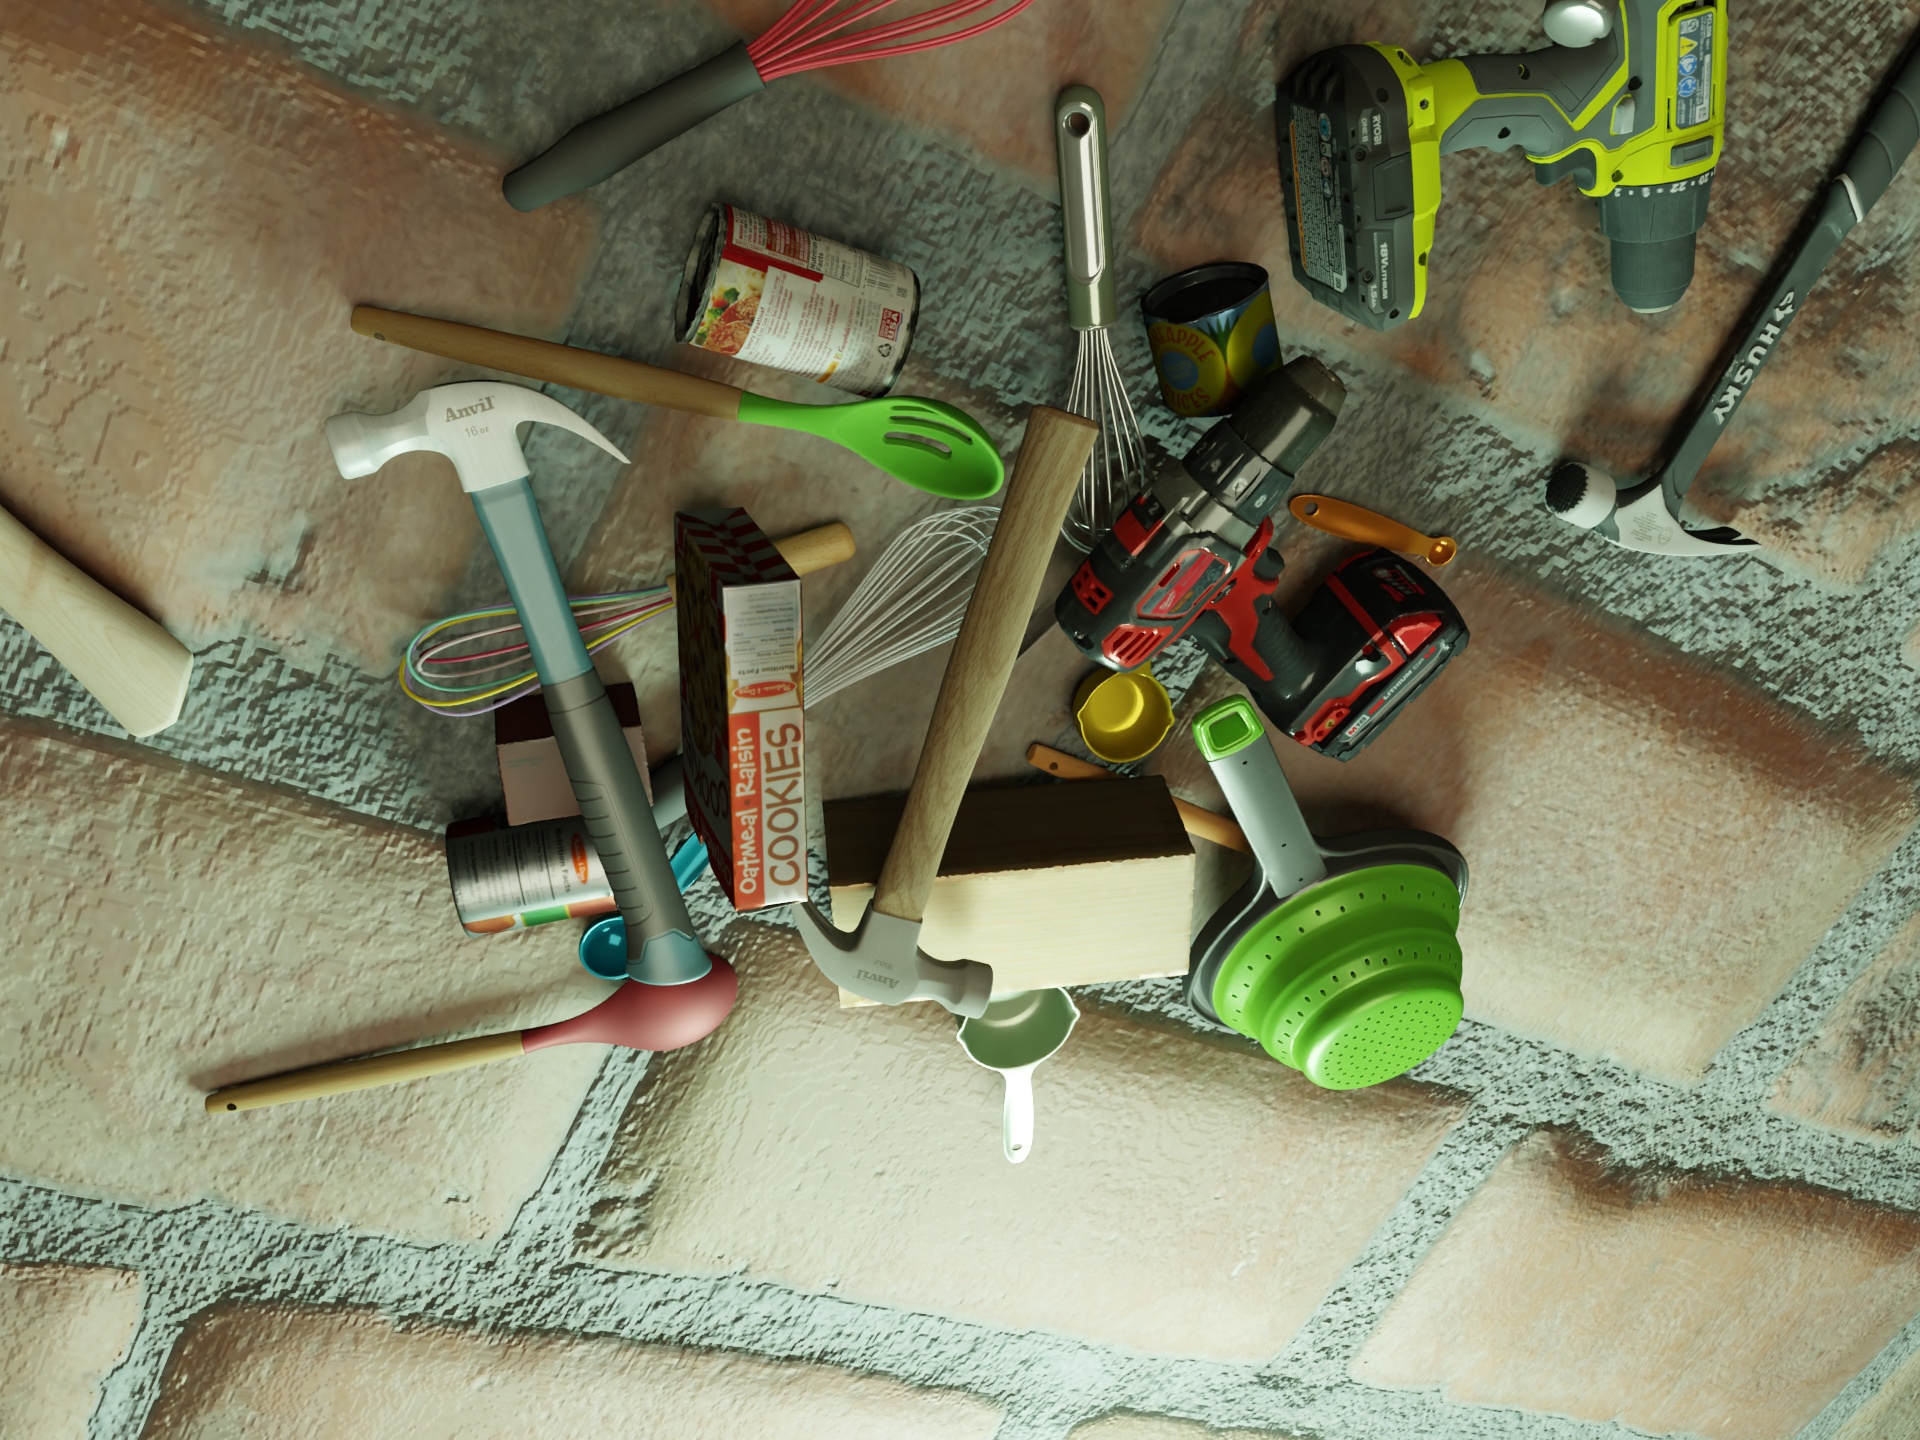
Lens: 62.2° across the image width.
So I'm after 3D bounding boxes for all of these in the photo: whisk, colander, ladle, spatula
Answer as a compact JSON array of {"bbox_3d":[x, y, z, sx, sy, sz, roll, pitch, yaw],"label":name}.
[{"bbox_3d":[0.068,-0.197,0.822,0.058,0.059,0.246,1,118,15],"label":"whisk"},{"bbox_3d":[-0.174,-0.062,0.833,0.245,0.047,0.051,-19,121,-10],"label":"whisk"},{"bbox_3d":[-0.075,-0.303,0.711,0.296,0.073,0.073,-26,123,6],"label":"whisk"},{"bbox_3d":[0.222,0.125,0.964,0.204,0.095,0.396,-29,138,6],"label":"colander"},{"bbox_3d":[-0.081,-0.024,0.874,0.284,0.070,0.070,-37,122,12],"label":"whisk"},{"bbox_3d":[-0.289,0.197,0.956,0.315,0.031,0.069,-11,121,-8],"label":"ladle"},{"bbox_3d":[0.179,0.072,1.023,0.322,0.041,0.081,22,111,-22],"label":"spatula"}]

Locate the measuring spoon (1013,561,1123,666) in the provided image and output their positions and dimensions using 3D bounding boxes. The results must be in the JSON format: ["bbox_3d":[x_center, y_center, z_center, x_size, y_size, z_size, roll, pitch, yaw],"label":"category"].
[{"bbox_3d":[0.051,-0.050,0.911,0.124,0.034,0.018,-40,127,14],"label":"measuring spoon"}]

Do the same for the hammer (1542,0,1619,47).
[{"bbox_3d":[0.161,-0.443,0.692,0.359,0.037,0.149,23,74,-18],"label":"hammer"}]

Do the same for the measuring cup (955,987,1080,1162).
[{"bbox_3d":[0.034,0.225,1.060,0.083,0.038,0.167,-9,123,-12],"label":"measuring cup"}]

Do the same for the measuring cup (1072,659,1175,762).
[{"bbox_3d":[0.101,-0.053,0.931,0.062,0.029,0.156,3,106,-17],"label":"measuring cup"}]

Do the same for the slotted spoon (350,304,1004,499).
[{"bbox_3d":[-0.131,-0.158,0.761,0.313,0.031,0.070,11,155,-7],"label":"slotted spoon"}]

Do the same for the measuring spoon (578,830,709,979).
[{"bbox_3d":[-0.178,0.098,0.940,0.042,0.021,0.128,39,94,-30],"label":"measuring spoon"}]

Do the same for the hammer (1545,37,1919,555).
[{"bbox_3d":[0.499,-0.276,0.908,0.149,0.036,0.408,16,113,-25],"label":"hammer"}]

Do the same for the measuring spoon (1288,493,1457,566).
[{"bbox_3d":[0.244,-0.115,0.942,0.116,0.011,0.021,14,115,-19],"label":"measuring spoon"}]

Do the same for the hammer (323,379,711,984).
[{"bbox_3d":[-0.195,-0.010,0.800,0.128,0.033,0.330,-20,111,-13],"label":"hammer"}]

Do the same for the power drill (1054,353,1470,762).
[{"bbox_3d":[0.181,-0.083,0.865,0.226,0.080,0.188,23,117,-39],"label":"power drill"}]

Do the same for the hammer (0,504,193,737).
[{"bbox_3d":[-0.501,-0.142,0.692,0.146,0.038,0.410,-29,123,3],"label":"hammer"}]

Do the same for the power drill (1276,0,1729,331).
[{"bbox_3d":[0.288,-0.283,0.818,0.228,0.080,0.190,-19,122,-9],"label":"power drill"}]

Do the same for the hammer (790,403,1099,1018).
[{"bbox_3d":[-0.001,-0.003,0.830,0.130,0.031,0.331,15,105,-12],"label":"hammer"}]
